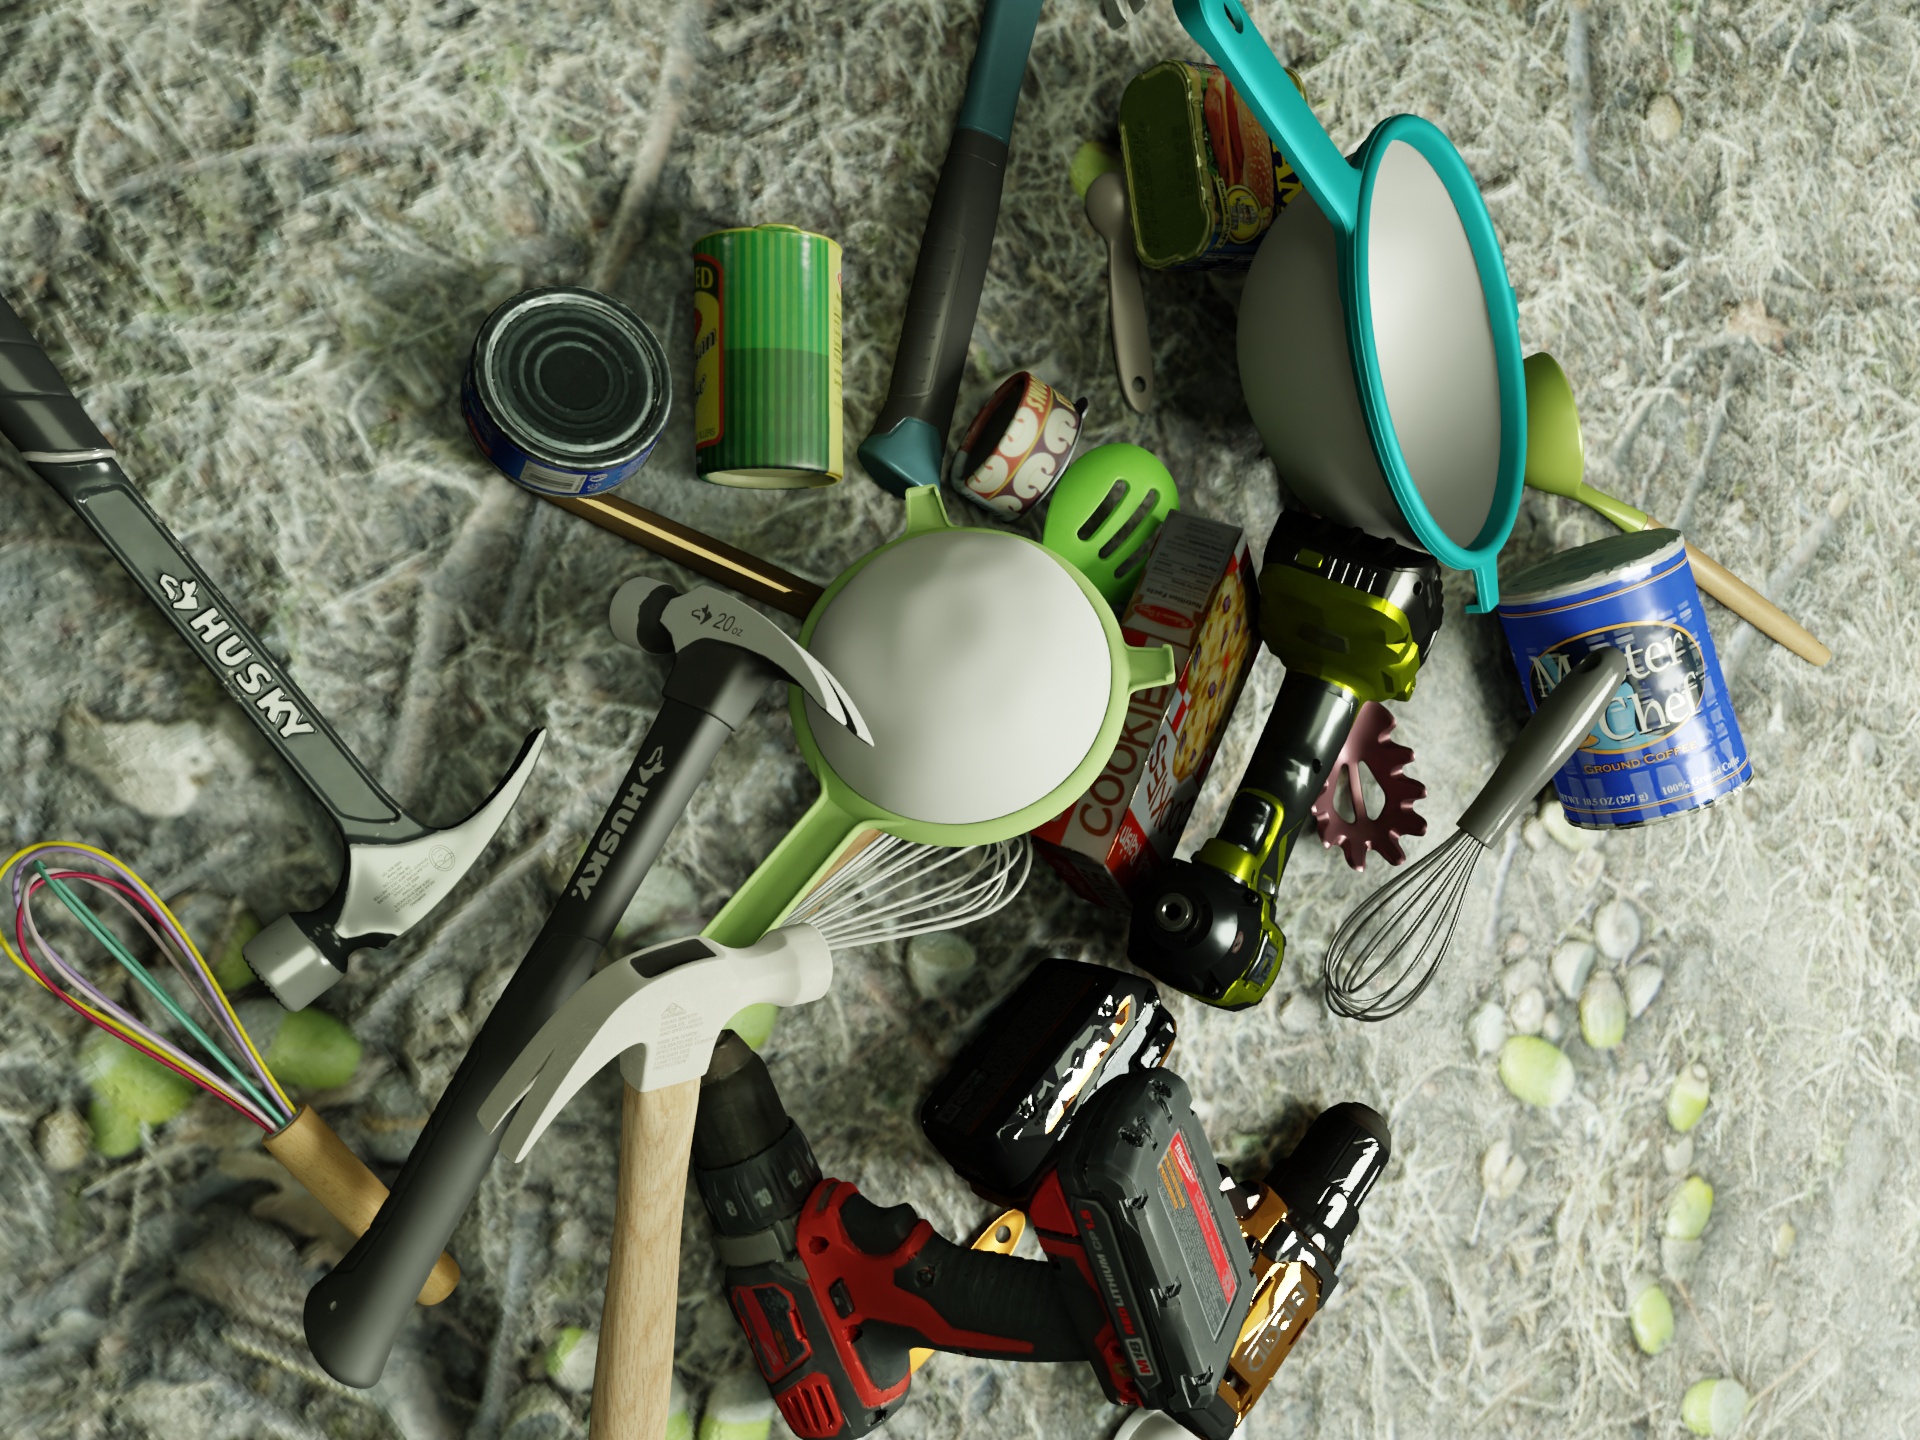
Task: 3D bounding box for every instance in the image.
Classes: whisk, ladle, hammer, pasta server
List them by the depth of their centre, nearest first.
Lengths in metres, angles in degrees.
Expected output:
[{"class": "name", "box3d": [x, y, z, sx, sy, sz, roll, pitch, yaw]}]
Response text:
[{"class": "hammer", "box3d": [-0.327, -0.089, 0.616, 0.149, 0.036, 0.408, -39, 104, -21]}, {"class": "whisk", "box3d": [-0.284, 0.145, 0.626, 0.047, 0.051, 0.244, -48, 113, -34]}, {"class": "hammer", "box3d": [-0.130, 0.240, 0.632, 0.130, 0.031, 0.331, -6, 114, -40]}, {"class": "hammer", "box3d": [-0.157, 0.101, 0.632, 0.035, 0.146, 0.335, 41, 72, -50]}, {"class": "whisk", "box3d": [-0.081, 0.097, 0.695, 0.246, 0.057, 0.059, -24, 72, -8]}, {"class": "ladle", "box3d": [-0.052, -0.048, 0.741, 0.315, 0.031, 0.069, 23, 80, -20]}, {"class": "hammer", "box3d": [0.006, -0.267, 0.767, 0.128, 0.033, 0.331, 15, 83, -22]}, {"class": "whisk", "box3d": [0.269, 0.060, 0.829, 0.055, 0.055, 0.239, 34, 96, -19]}, {"class": "pasta server", "box3d": [0.195, -0.080, 0.842, 0.060, 0.040, 0.316, -9, 91, 4]}, {"class": "ladle", "box3d": [0.424, -0.113, 0.935, 0.320, 0.078, 0.062, 27, 122, -25]}]

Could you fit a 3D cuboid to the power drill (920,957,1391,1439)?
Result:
[{"class": "power drill", "box3d": [0.110, 0.214, 0.778, 0.185, 0.084, 0.226, -47, 110, -21]}]

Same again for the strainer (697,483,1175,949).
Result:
[{"class": "strainer", "box3d": [-0.037, 0.012, 0.661, 0.151, 0.069, 0.256, 37, 76, 17]}]

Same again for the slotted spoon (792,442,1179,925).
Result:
[{"class": "slotted spoon", "box3d": [-0.001, -0.002, 0.734, 0.070, 0.031, 0.314, 42, 85, -23]}]

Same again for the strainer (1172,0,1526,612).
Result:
[{"class": "strainer", "box3d": [0.156, -0.199, 0.723, 0.340, 0.095, 0.211, 35, 59, -44]}]

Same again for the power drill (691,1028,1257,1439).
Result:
[{"class": "power drill", "box3d": [-0.012, 0.204, 0.663, 0.080, 0.227, 0.188, -35, 106, -61]}]

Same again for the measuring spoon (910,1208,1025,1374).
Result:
[{"class": "measuring spoon", "box3d": [-0.008, 0.281, 0.762, 0.021, 0.011, 0.117, 48, 68, -15]}]

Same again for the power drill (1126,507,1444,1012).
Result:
[{"class": "power drill", "box3d": [0.147, 0.024, 0.745, 0.080, 0.171, 0.223, 22, 83, 21]}]

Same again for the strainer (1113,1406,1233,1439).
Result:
[{"class": "strainer", "box3d": [0.049, 0.379, 0.768, 0.258, 0.050, 0.087, 4, 72, -20]}]

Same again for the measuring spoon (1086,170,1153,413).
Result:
[{"class": "measuring spoon", "box3d": [0.088, -0.219, 0.809, 0.034, 0.018, 0.124, -8, 92, -24]}]
